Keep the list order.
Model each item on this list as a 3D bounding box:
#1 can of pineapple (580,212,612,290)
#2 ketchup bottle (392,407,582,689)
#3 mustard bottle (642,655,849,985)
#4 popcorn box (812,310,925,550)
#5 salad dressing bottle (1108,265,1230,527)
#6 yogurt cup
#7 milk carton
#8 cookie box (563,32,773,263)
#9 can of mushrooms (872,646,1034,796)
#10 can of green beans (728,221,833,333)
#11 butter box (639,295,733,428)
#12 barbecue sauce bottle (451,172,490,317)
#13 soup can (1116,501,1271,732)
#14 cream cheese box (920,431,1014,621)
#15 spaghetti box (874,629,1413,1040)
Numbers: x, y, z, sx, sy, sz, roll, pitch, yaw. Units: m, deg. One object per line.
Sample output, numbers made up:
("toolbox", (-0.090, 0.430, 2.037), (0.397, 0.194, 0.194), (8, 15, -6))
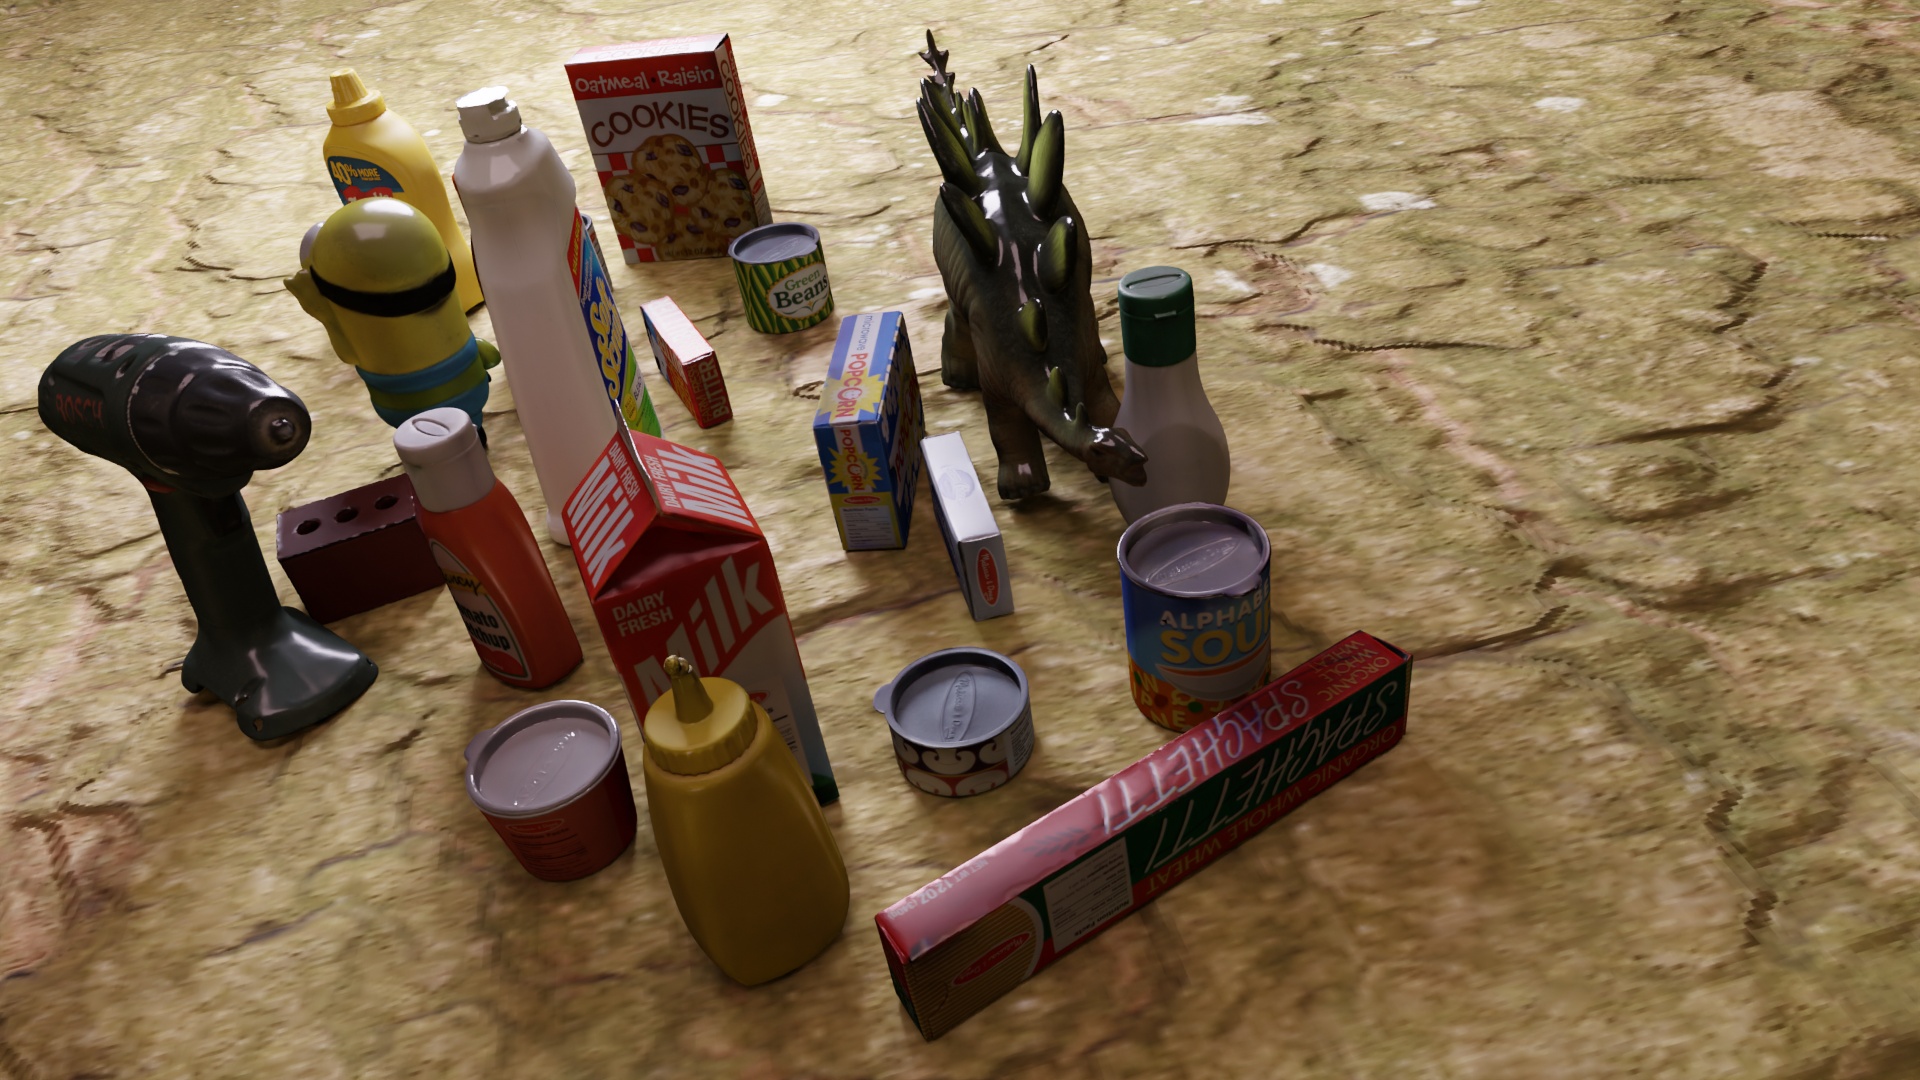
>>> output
("can of pineapple", (-0.314, -0.217, 1.087), (0.071, 0.057, 0.071), (-6, 36, 5))
("ketchup bottle", (-0.238, 0.005, 0.695), (0.065, 0.148, 0.044), (19, 45, 34))
("mustard bottle", (-0.086, 0.099, 0.523), (0.065, 0.159, 0.049), (-27, 39, -21))
("popcorn box", (-0.050, -0.065, 0.798), (0.038, 0.084, 0.127), (-4, 37, 8))
("salad dressing bottle", (0.105, -0.067, 0.712), (0.064, 0.147, 0.044), (-11, 36, -2))
("yogurt cup", (-0.177, 0.113, 0.615), (0.072, 0.053, 0.073), (-6, 36, 5))
("milk carton", (-0.113, 0.036, 0.589), (0.073, 0.189, 0.072), (-21, 37, -14))
("cookie box", (-0.225, -0.306, 1.093), (0.123, 0.166, 0.040), (-1, 37, 12))
("can of mushrooms", (-0.002, 0.082, 0.633), (0.071, 0.033, 0.071), (-6, 36, 5))
("can of green beans", (-0.129, -0.191, 1.008), (0.071, 0.057, 0.071), (-6, 36, 5))
("butter box", (-0.184, -0.120, 0.931), (0.024, 0.052, 0.104), (-23, 38, -17))
("barbecue sauce bottle", (-0.313, -0.191, 0.976), (0.065, 0.147, 0.044), (11, 41, 27))
("soup can", (0.108, 0.037, 0.625), (0.071, 0.083, 0.072), (-6, 36, 5))
("cream cheese box", (0.003, -0.009, 0.737), (0.024, 0.053, 0.104), (-14, 36, -5))
("spaghetti box", (0.082, 0.112, 0.559), (0.251, 0.050, 0.029), (-26, 39, -21))
